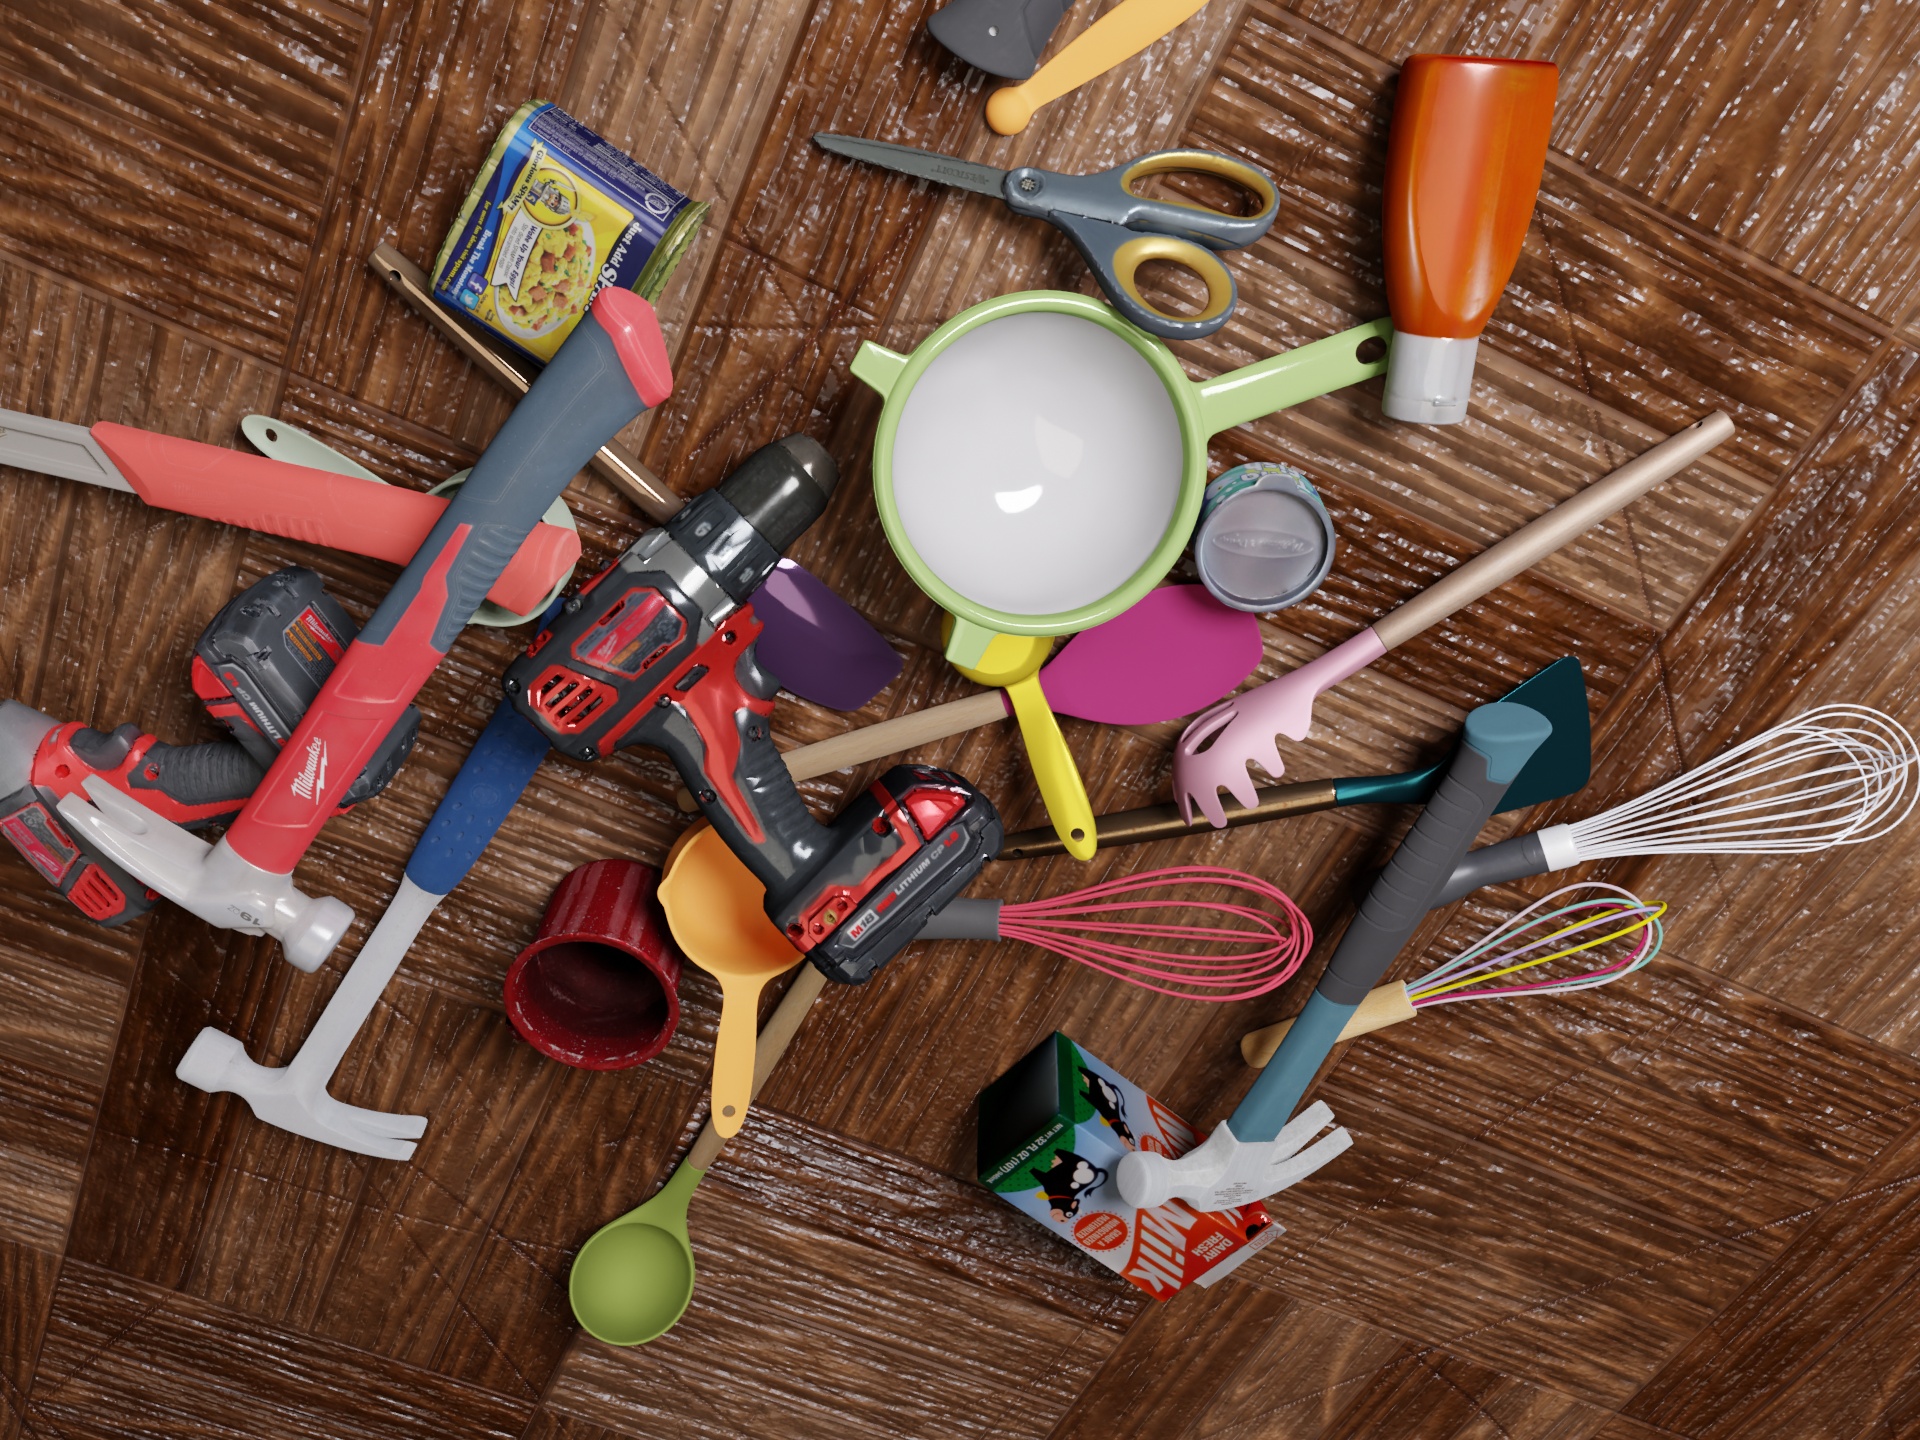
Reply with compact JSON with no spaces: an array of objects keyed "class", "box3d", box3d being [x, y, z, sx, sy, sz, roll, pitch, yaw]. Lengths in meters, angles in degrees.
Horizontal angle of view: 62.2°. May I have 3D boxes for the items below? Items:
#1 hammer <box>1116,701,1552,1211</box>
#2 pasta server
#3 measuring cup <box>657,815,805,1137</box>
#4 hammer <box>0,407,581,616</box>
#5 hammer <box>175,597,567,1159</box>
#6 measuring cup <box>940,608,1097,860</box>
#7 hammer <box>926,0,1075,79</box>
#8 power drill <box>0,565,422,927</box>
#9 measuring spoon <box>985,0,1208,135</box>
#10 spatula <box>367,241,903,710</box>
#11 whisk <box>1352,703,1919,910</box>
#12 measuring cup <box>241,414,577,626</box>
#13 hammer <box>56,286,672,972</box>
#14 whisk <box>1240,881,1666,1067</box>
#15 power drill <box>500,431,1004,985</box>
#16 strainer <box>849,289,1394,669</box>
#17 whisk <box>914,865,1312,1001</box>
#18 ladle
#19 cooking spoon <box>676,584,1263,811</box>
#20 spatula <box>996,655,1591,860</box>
[{"class":"hammer","box3d":[0.203,0.132,0.828,0.128,0.033,0.331,9,119,-32]},{"class":"pasta server","box3d":[0.231,-0.050,0.776,0.316,0.060,0.040,-33,119,13]},{"class":"measuring cup","box3d":[-0.119,0.130,0.844,0.095,0.052,0.173,5,96,-16]},{"class":"hammer","box3d":[-0.352,-0.120,0.736,0.359,0.037,0.149,13,119,5]},{"class":"hammer","box3d":[-0.295,0.099,0.883,0.144,0.035,0.405,31,116,-14]},{"class":"measuring cup","box3d":[0.036,0.001,0.792,0.062,0.029,0.156,-20,97,12]},{"class":"hammer","box3d":[0.119,-0.373,0.602,0.334,0.035,0.146,-37,113,20]},{"class":"power drill","box3d":[-0.406,0.013,0.819,0.219,0.079,0.143,-23,116,17]},{"class":"measuring spoon","box3d":[0.061,-0.283,0.668,0.117,0.011,0.021,-29,114,17]},{"class":"spatula","box3d":[-0.155,-0.111,0.770,0.059,0.018,0.315,-40,112,20]},{"class":"whisk","box3d":[0.344,0.056,0.828,0.284,0.070,0.070,-17,118,17]},{"class":"measuring cup","box3d":[-0.263,-0.108,0.768,0.167,0.038,0.083,28,119,-3]},{"class":"hammer","box3d":[-0.260,-0.044,0.706,0.143,0.038,0.386,36,116,-14]},{"class":"whisk","box3d":[0.273,0.148,0.890,0.245,0.047,0.051,-24,117,20]},{"class":"power drill","box3d":[-0.079,-0.006,0.766,0.188,0.080,0.226,-44,105,-3]},{"class":"strainer","box3d":[0.080,-0.136,0.730,0.256,0.069,0.151,-21,105,-6]},{"class":"whisk","box3d":[0.041,0.109,0.868,0.296,0.073,0.073,2,120,9]},{"class":"ladle","box3d":[-0.148,0.256,0.956,0.078,0.062,0.320,25,115,-14]},{"class":"cooking spoon","box3d":[-0.001,-0.003,0.825,0.319,0.017,0.068,-17,109,11]},{"class":"spatula","box3d":[0.171,0.038,0.840,0.317,0.044,0.082,-10,120,13]}]
